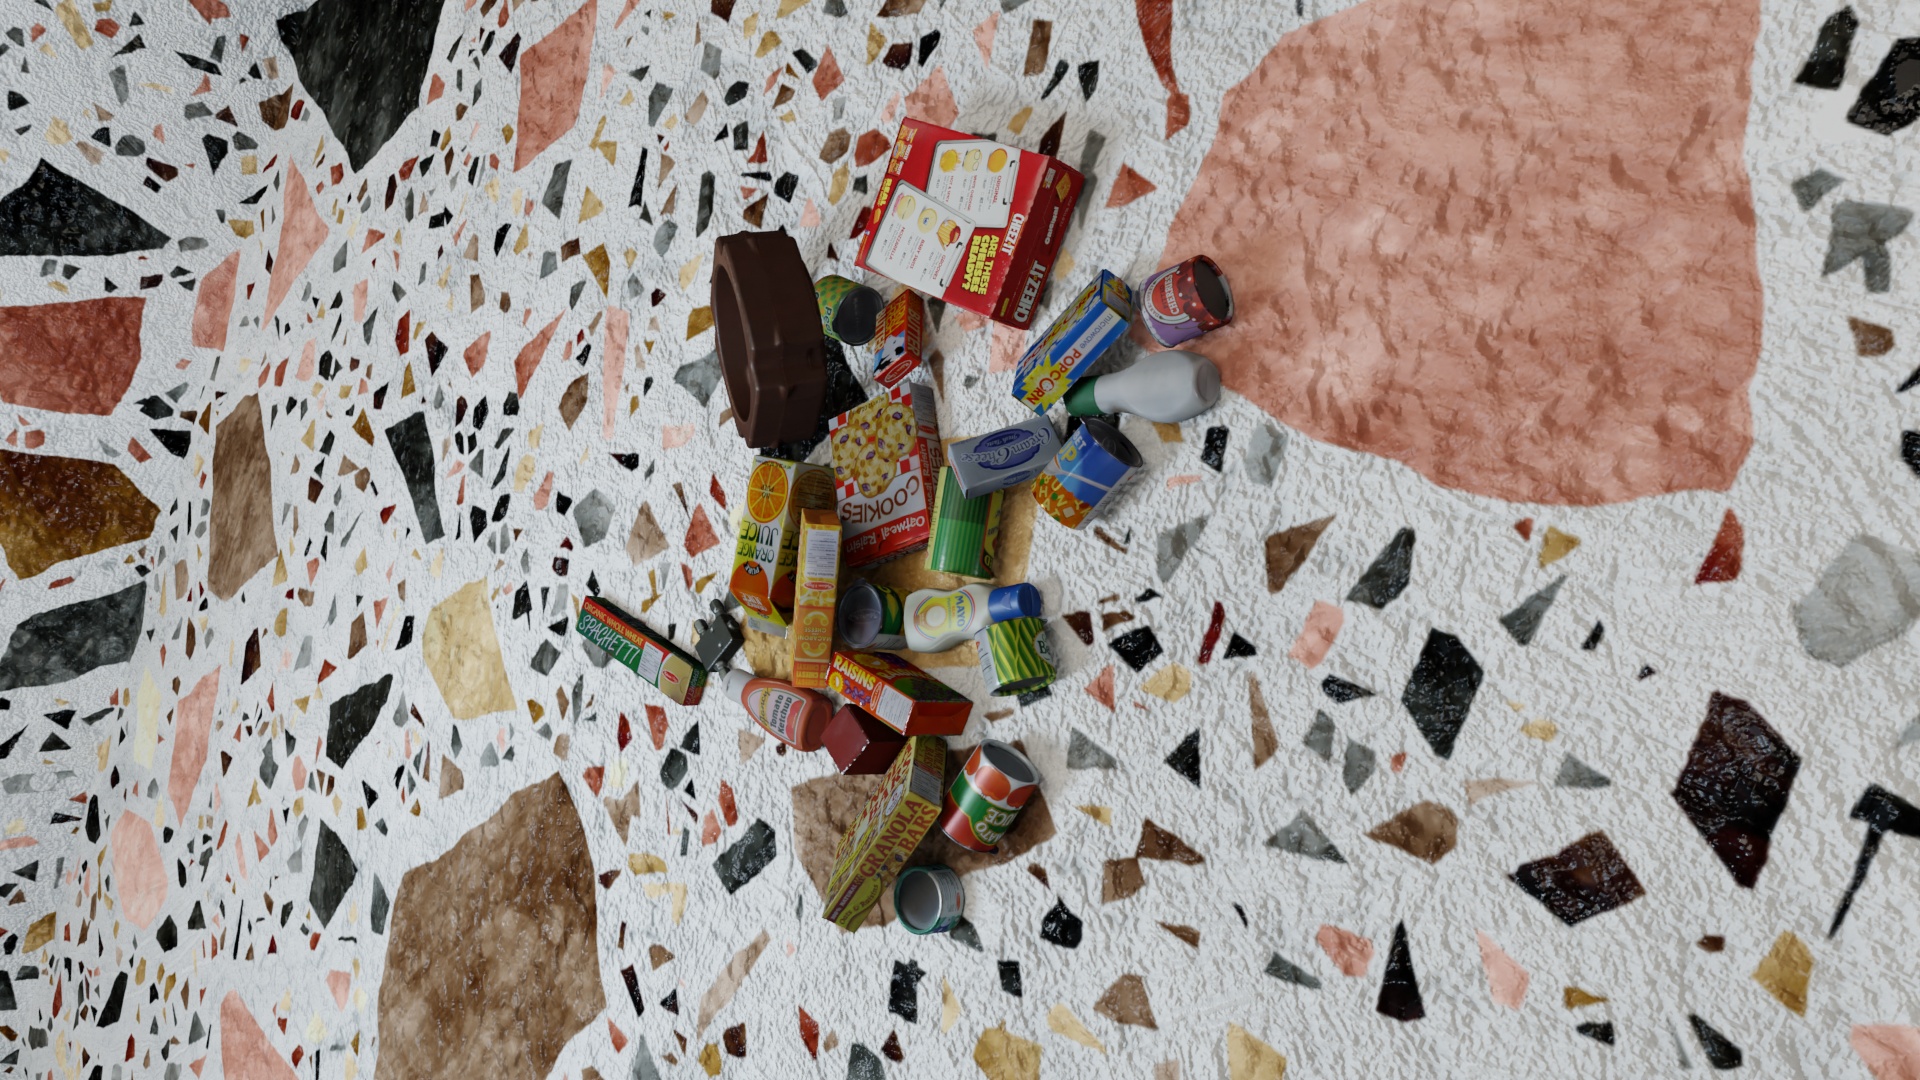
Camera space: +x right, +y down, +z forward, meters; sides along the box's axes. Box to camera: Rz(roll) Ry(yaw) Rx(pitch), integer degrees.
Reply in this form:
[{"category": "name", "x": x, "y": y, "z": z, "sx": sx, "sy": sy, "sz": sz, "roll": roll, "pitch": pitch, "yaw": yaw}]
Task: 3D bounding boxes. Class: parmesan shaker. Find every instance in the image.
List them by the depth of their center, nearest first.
[{"category": "parmesan shaker", "x": 0.005, "y": -0.017, "z": 1.348, "sx": 0.071, "sy": 0.071, "sz": 0.103, "roll": 8, "pitch": 88, "yaw": 42}]

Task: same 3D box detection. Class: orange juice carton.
[{"category": "orange juice carton", "x": -0.195, "y": 0.008, "z": 1.518, "sx": 0.072, "sy": 0.073, "sz": 0.192, "roll": 12, "pitch": 92, "yaw": 42}]

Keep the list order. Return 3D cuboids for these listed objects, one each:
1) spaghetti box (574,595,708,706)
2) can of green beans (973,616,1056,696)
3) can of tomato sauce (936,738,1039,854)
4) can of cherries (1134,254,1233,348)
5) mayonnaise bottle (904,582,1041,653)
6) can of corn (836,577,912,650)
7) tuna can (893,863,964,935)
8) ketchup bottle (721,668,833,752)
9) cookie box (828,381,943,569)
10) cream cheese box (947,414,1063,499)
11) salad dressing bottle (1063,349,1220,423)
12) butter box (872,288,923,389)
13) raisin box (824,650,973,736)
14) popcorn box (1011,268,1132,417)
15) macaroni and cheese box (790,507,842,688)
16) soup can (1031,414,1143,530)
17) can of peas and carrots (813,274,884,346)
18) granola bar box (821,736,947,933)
[{"category": "spaghetti box", "x": -0.394, "y": 0.132, "z": 1.704, "sx": 0.250, "sy": 0.029, "sz": 0.050, "roll": 25, "pitch": 100, "yaw": 41}, {"category": "can of green beans", "x": 0.051, "y": 0.108, "z": 1.289, "sx": 0.071, "sy": 0.071, "sz": 0.058, "roll": -28, "pitch": 66, "yaw": 35}, {"category": "can of tomato sauce", "x": 0.026, "y": 0.238, "z": 1.289, "sx": 0.071, "sy": 0.071, "sz": 0.083, "roll": 45, "pitch": 112, "yaw": 37}, {"category": "can of cherries", "x": 0.195, "y": -0.209, "z": 1.210, "sx": 0.058, "sy": 0.071, "sz": 0.071, "roll": -19, "pitch": 71, "yaw": 38}, {"category": "mayonnaise bottle", "x": 0.010, "y": 0.070, "z": 1.348, "sx": 0.148, "sy": 0.041, "sz": 0.065, "roll": -15, "pitch": 73, "yaw": 40}, {"category": "can of corn", "x": -0.083, "y": 0.076, "z": 1.418, "sx": 0.071, "sy": 0.058, "sz": 0.071, "roll": -8, "pitch": 78, "yaw": 41}, {"category": "tuna can", "x": -0.033, "y": 0.348, "z": 1.345, "sx": 0.071, "sy": 0.033, "sz": 0.071, "roll": -8, "pitch": 78, "yaw": 40}, {"category": "ketchup bottle", "x": -0.203, "y": 0.179, "z": 1.517, "sx": 0.149, "sy": 0.043, "sz": 0.064, "roll": 18, "pitch": 96, "yaw": 42}, {"category": "cookie box", "x": -0.075, "y": -0.065, "z": 1.446, "sx": 0.122, "sy": 0.040, "sz": 0.168, "roll": -21, "pitch": 70, "yaw": 37}, {"category": "cream cheese box", "x": 0.044, "y": -0.079, "z": 1.311, "sx": 0.104, "sy": 0.024, "sz": 0.053, "roll": -18, "pitch": 62, "yaw": -9}, {"category": "salad dressing bottle", "x": 0.160, "y": -0.135, "z": 1.249, "sx": 0.147, "sy": 0.044, "sz": 0.064, "roll": -1, "pitch": 85, "yaw": 43}, {"category": "butter box", "x": -0.065, "y": -0.211, "z": 1.448, "sx": 0.053, "sy": 0.024, "sz": 0.104, "roll": -34, "pitch": 39, "yaw": 33}, {"category": "raisin box", "x": -0.062, "y": 0.149, "z": 1.368, "sx": 0.123, "sy": 0.086, "sz": 0.040, "roll": 26, "pitch": 102, "yaw": 41}, {"category": "popcorn box", "x": 0.103, "y": -0.183, "z": 1.280, "sx": 0.126, "sy": 0.038, "sz": 0.085, "roll": -46, "pitch": 16, "yaw": 27}, {"category": "macaroni and cheese box", "x": -0.150, "y": 0.057, "z": 1.435, "sx": 0.124, "sy": 0.040, "sz": 0.166, "roll": -133, "pitch": 48, "yaw": -79}, {"category": "soup can", "x": 0.112, "y": -0.062, "z": 1.261, "sx": 0.083, "sy": 0.071, "sz": 0.071, "roll": -50, "pitch": 55, "yaw": 25}, {"category": "can of peas and carrots", "x": -0.127, "y": -0.249, "z": 1.503, "sx": 0.059, "sy": 0.071, "sz": 0.071, "roll": 29, "pitch": 102, "yaw": 41}, {"category": "granola bar box", "x": -0.070, "y": 0.278, "z": 1.341, "sx": 0.165, "sy": 0.039, "sz": 0.125, "roll": -57, "pitch": 10, "yaw": 19}]
